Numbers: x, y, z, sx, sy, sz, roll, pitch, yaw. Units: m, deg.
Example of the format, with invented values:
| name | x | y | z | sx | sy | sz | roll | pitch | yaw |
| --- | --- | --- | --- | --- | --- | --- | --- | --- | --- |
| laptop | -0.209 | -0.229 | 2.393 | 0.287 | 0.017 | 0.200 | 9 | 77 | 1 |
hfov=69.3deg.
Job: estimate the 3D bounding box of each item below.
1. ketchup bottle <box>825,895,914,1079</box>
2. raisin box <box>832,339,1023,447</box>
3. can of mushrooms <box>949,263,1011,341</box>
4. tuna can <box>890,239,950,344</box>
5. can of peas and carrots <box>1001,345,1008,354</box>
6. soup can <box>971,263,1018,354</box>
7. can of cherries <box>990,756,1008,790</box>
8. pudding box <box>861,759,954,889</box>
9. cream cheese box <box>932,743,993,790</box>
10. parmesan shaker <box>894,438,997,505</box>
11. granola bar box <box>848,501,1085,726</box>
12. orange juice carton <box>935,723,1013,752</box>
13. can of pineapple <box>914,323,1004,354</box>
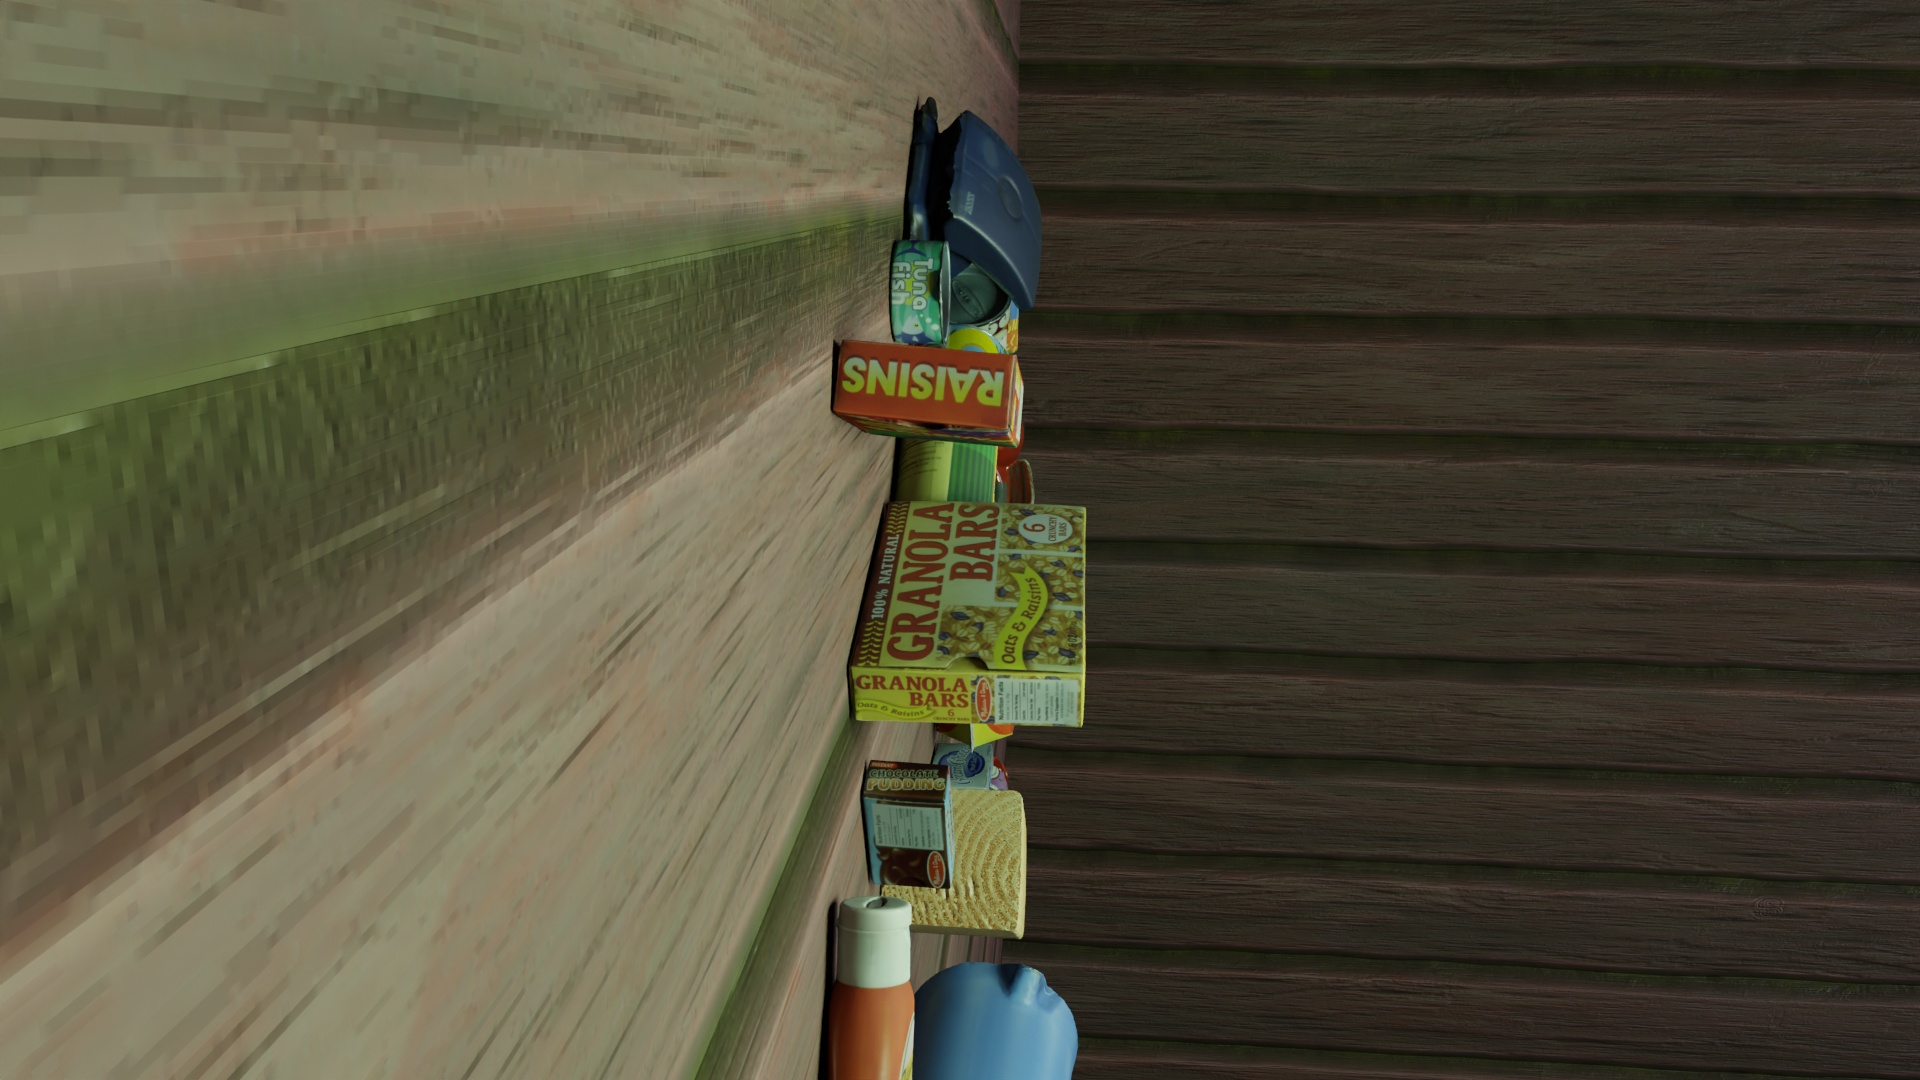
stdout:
| name | x | y | z | sx | sy | sz | roll | pitch | yaw |
| --- | --- | --- | --- | --- | --- | --- | --- | --- | --- |
| ketchup bottle | -0.045 | 0.255 | 0.690 | 0.064 | 0.043 | 0.149 | 33 | 58 | -85 |
| raisin box | -0.013 | -0.073 | 0.710 | 0.123 | 0.086 | 0.040 | 5 | 91 | -86 |
| can of mushrooms | 0.009 | -0.183 | 1.089 | 0.033 | 0.071 | 0.071 | 89 | 5 | -57 |
| tuna can | -0.025 | -0.158 | 0.882 | 0.071 | 0.033 | 0.071 | -4 | 95 | -86 |
| can of peas and carrots | 0.010 | -0.126 | 1.144 | 0.059 | 0.071 | 0.070 | -80 | 170 | -61 |
| soup can | 0.020 | -0.215 | 1.263 | 0.071 | 0.071 | 0.083 | -77 | 168 | -71 |
| can of cherries | 0.013 | 0.241 | 1.329 | 0.058 | 0.071 | 0.071 | -79 | 170 | -68 |
| pudding box | -0.030 | 0.169 | 0.820 | 0.030 | 0.050 | 0.083 | -81 | 171 | -50 |
| cream cheese box | 0.000 | 0.209 | 1.229 | 0.104 | 0.053 | 0.024 | -72 | 161 | -76 |
| parmesan shaker | -0.011 | -0.044 | 0.920 | 0.071 | 0.071 | 0.103 | 85 | 8 | -59 |
| granola bar box | 0.009 | 0.036 | 0.795 | 0.166 | 0.124 | 0.038 | -83 | 173 | -56 |
| orange juice carton | 0.017 | 0.125 | 1.301 | 0.193 | 0.073 | 0.071 | -75 | 166 | -72 |
| can of pineapple | -0.001 | -0.109 | 0.976 | 0.070 | 0.071 | 0.058 | 86 | 8 | -53 |
